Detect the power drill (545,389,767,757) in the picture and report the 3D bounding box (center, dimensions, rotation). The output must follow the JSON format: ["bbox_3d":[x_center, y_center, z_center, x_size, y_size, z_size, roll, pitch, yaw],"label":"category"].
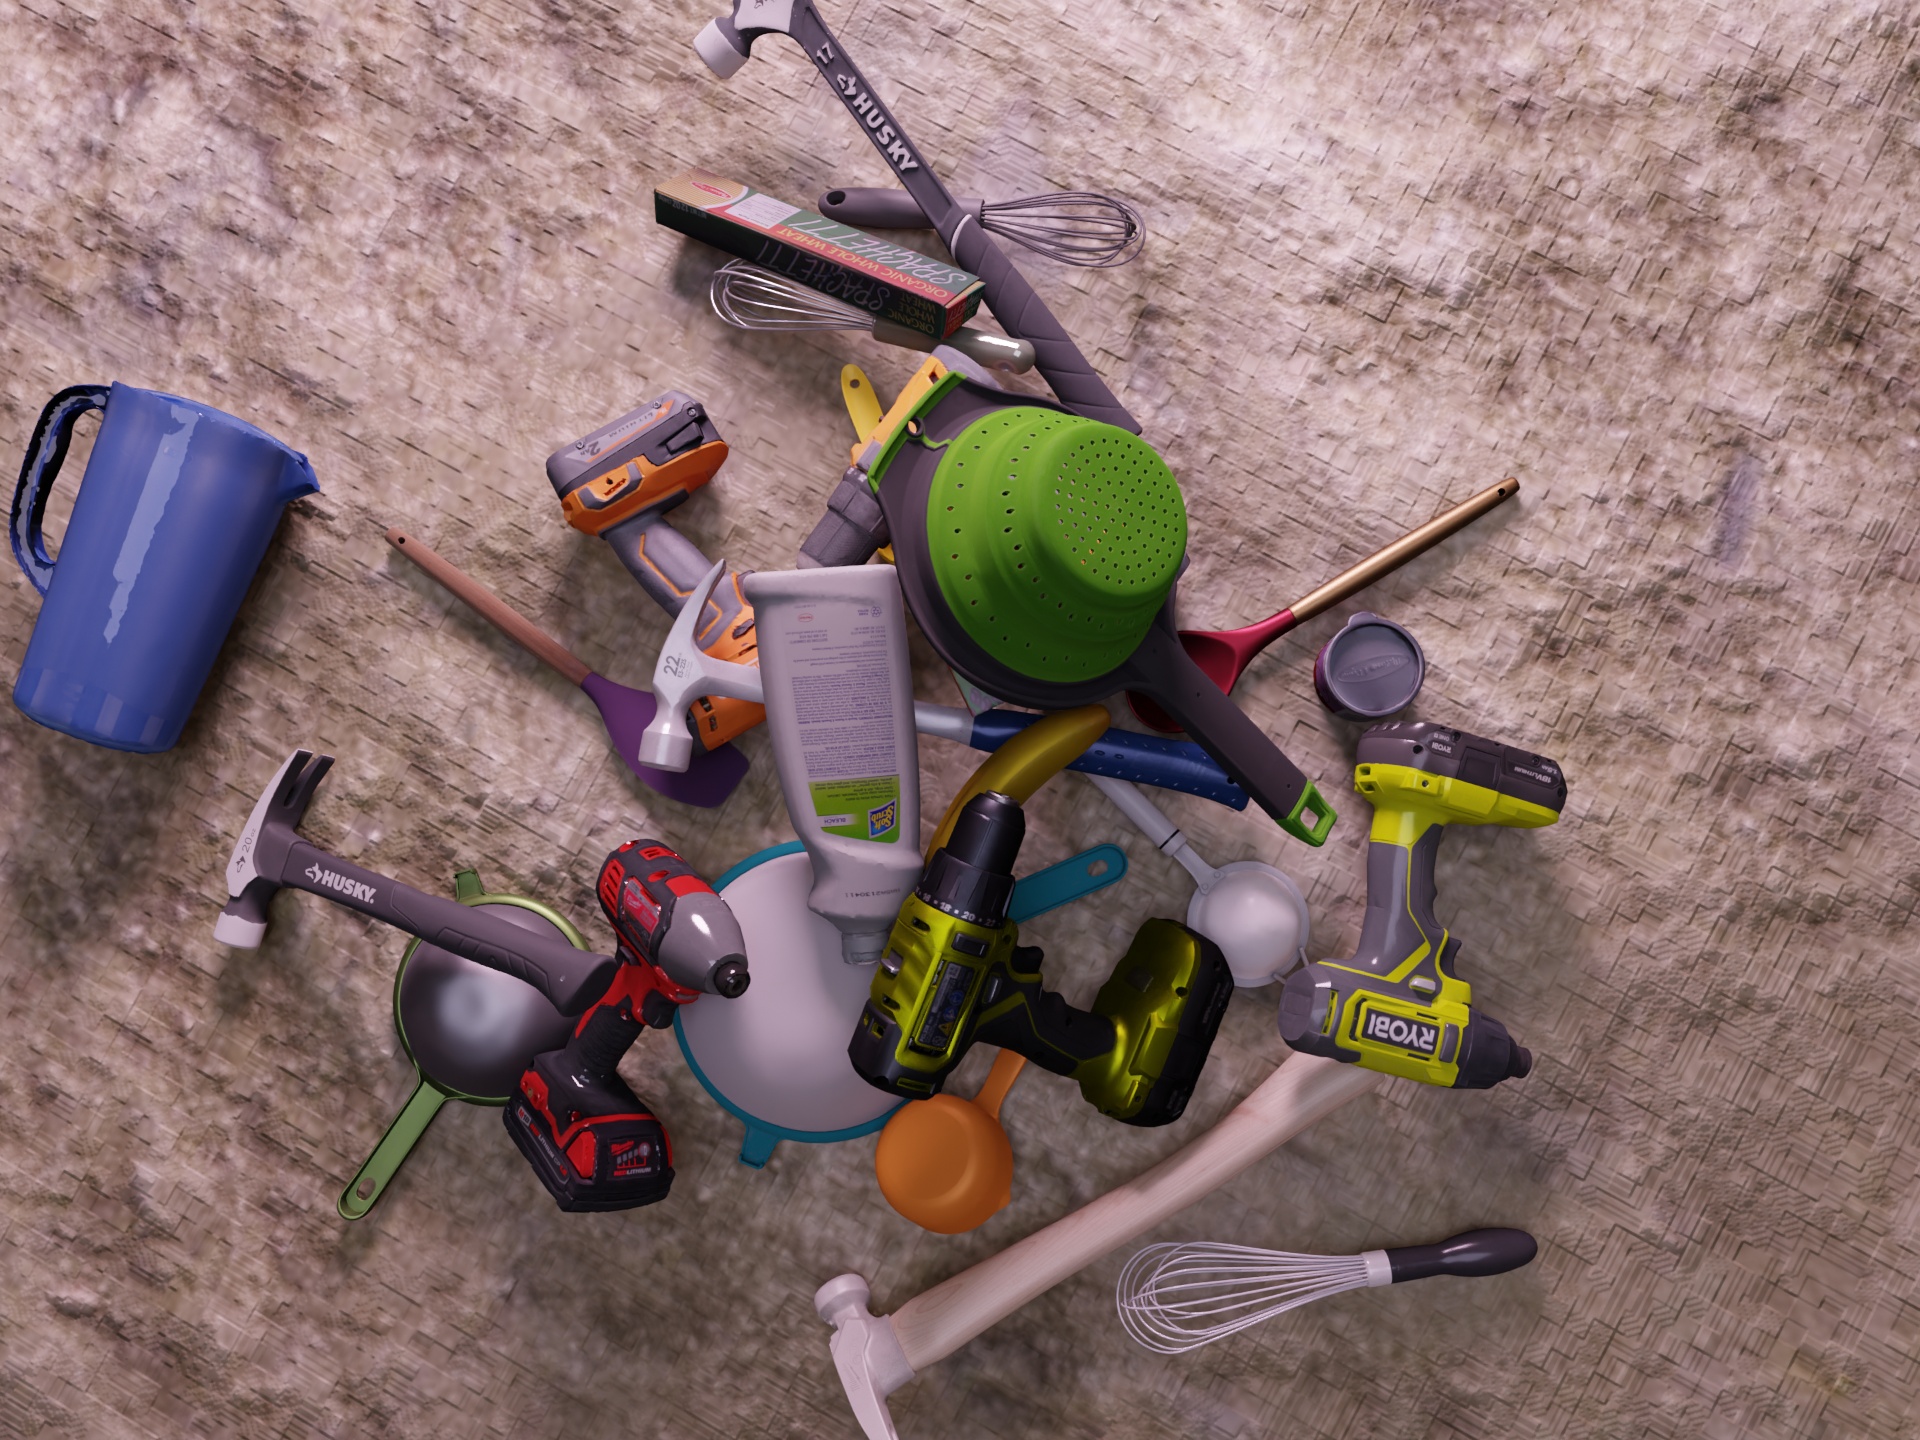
[{"bbox_3d":[-0.170,-0.110,1.111,0.164,0.084,0.226,-29,88,-5],"label":"power drill"}]

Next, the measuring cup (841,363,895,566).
[{"bbox_3d":[-0.052,-0.180,1.136,0.062,0.029,0.156,-21,82,2],"label":"measuring cup"}]

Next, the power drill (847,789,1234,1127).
[{"bbox_3d":[0.058,0.159,1.015,0.228,0.080,0.190,21,92,-28],"label":"power drill"}]

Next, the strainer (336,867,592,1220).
[{"bbox_3d":[-0.360,0.239,1.098,0.151,0.069,0.256,34,87,5],"label":"strainer"}]

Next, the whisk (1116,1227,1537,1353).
[{"bbox_3d":[0.245,0.371,1.060,0.284,0.070,0.070,-7,85,-2],"label":"whisk"}]

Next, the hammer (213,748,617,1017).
[{"bbox_3d":[-0.365,0.122,1.066,0.335,0.035,0.146,14,85,27],"label":"hammer"}]

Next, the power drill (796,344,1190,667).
[{"bbox_3d":[0.017,-0.116,1.080,0.226,0.084,0.185,38,88,-6],"label":"power drill"}]

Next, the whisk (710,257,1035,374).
[{"bbox_3d":[-0.064,-0.281,1.116,0.246,0.057,0.059,17,78,13],"label":"whisk"}]

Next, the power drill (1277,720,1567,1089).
[{"bbox_3d":[0.314,0.125,1.045,0.171,0.080,0.223,16,83,-13],"label":"power drill"}]

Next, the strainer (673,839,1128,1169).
[{"bbox_3d":[-0.044,0.160,1.072,0.340,0.095,0.211,-24,84,3],"label":"strainer"}]

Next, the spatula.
[{"bbox_3d":[-0.290,-0.042,1.143,0.316,0.018,0.060,37,80,5],"label":"spatula"}]

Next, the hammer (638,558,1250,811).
[{"bbox_3d":[-0.002,-0.003,1.065,0.405,0.035,0.144,11,89,-4],"label":"hammer"}]

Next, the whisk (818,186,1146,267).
[{"bbox_3d":[0.014,-0.358,1.139,0.239,0.055,0.055,8,86,9],"label":"whisk"}]

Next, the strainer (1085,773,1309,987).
[{"bbox_3d":[0.152,0.091,1.095,0.087,0.050,0.258,-43,81,-10],"label":"strainer"}]

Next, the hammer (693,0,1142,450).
[{"bbox_3d":[-0.007,-0.356,1.105,0.149,0.036,0.409,-36,95,21],"label":"hammer"}]

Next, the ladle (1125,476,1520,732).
[{"bbox_3d":[0.253,-0.087,1.109,0.315,0.031,0.069,-30,93,-1],"label":"ladle"}]

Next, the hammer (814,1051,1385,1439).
[{"bbox_3d":[0.105,0.337,1.049,0.410,0.038,0.146,-31,45,-3],"label":"hammer"}]

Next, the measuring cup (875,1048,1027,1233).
[{"bbox_3d":[0.007,0.259,1.072,0.095,0.052,0.174,24,78,30],"label":"measuring cup"}]

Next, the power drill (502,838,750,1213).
[{"bbox_3d":[-0.210,0.202,1.037,0.143,0.078,0.219,35,108,41],"label":"power drill"}]

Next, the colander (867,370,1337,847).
[{"bbox_3d":[0.125,-0.060,0.981,0.396,0.094,0.204,43,62,-17],"label":"colander"}]
